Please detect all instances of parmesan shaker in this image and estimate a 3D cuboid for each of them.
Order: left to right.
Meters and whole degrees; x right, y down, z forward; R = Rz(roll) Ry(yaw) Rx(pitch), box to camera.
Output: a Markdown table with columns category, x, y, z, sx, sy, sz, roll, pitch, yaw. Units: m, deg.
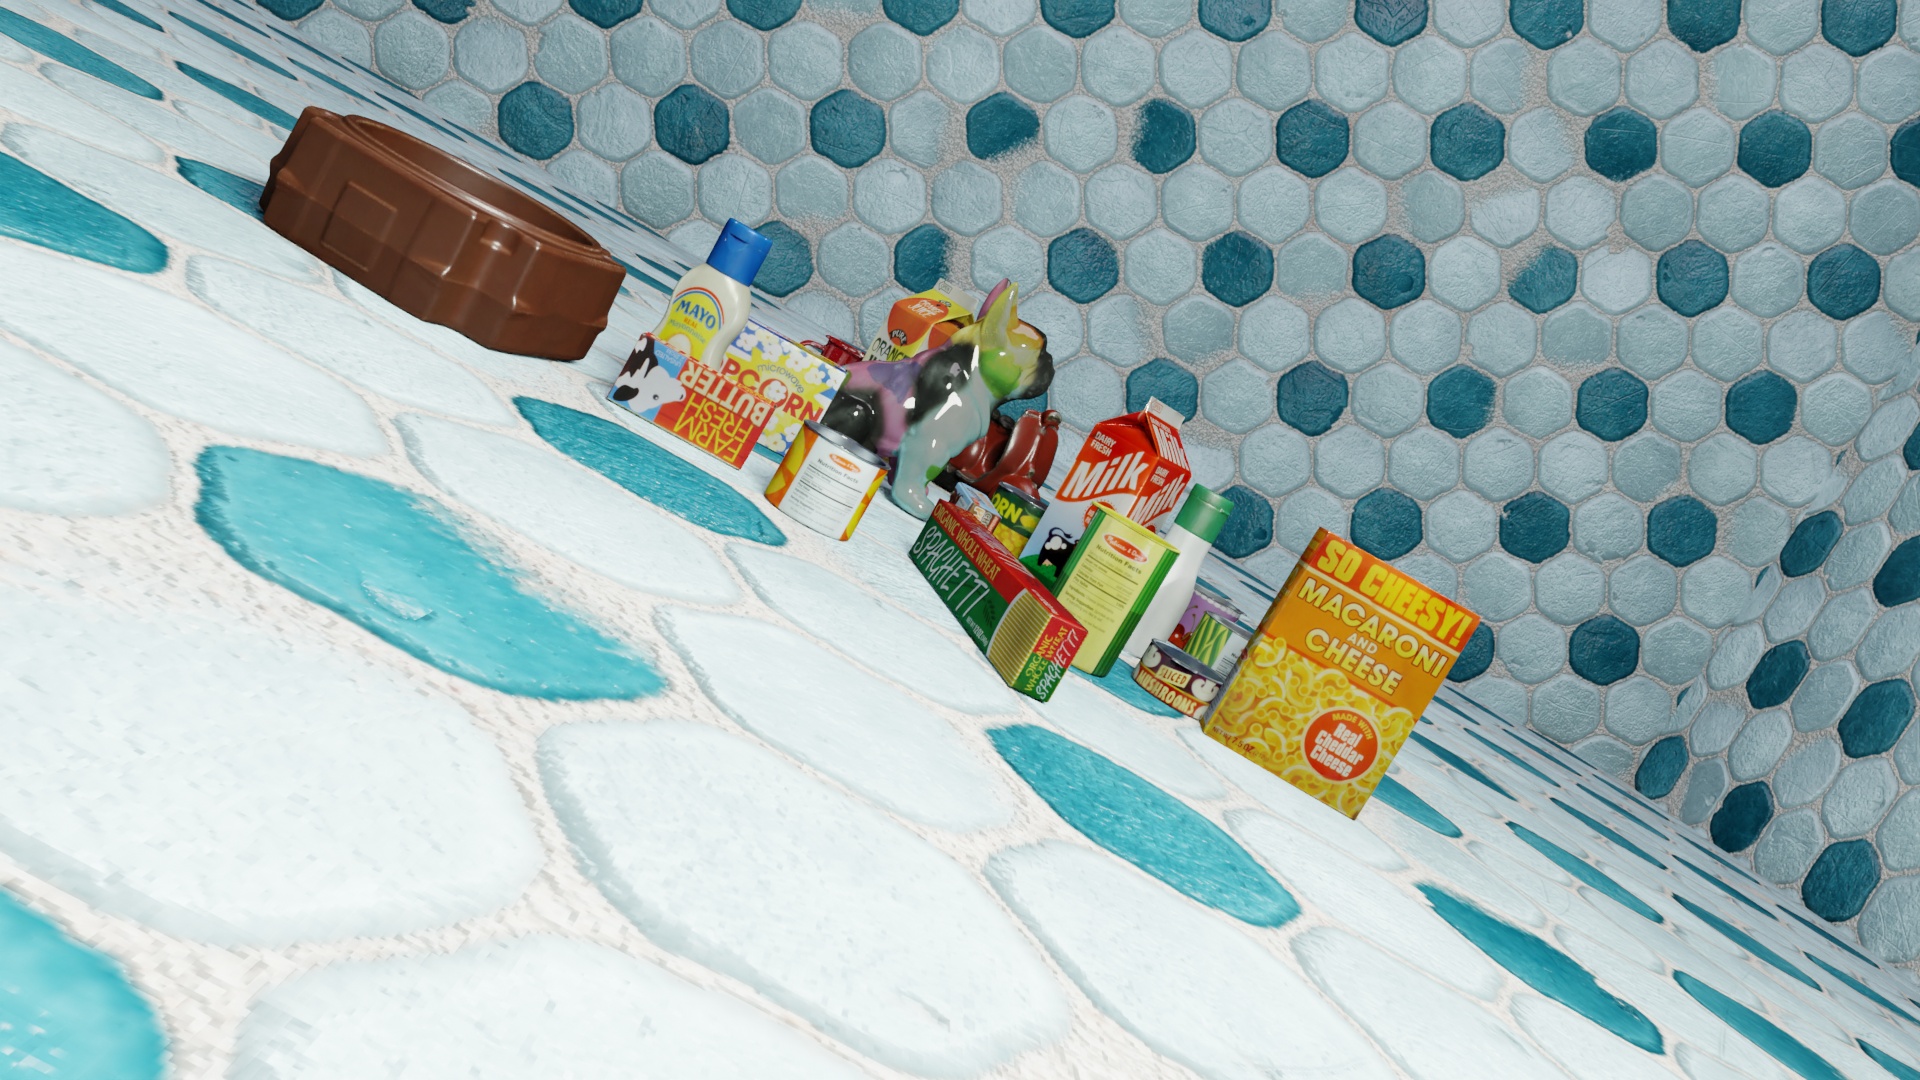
| category | x | y | z | sx | sy | sz | roll | pitch | yaw |
| --- | --- | --- | --- | --- | --- | --- | --- | --- | --- |
| parmesan shaker | 0.097 | 0.034 | 0.970 | 0.071 | 0.103 | 0.071 | 29 | 7 | -4 |

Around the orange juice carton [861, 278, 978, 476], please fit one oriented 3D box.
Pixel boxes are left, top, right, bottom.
| category | x | y | z | sx | sy | sz | roll | pitch | yaw |
| --- | --- | --- | --- | --- | --- | --- | --- | --- | --- |
| orange juice carton | -0.048 | -0.162 | 1.357 | 0.073 | 0.192 | 0.072 | 23 | 10 | -42 |

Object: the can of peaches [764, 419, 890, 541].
| category | x | y | z | sx | sy | sz | roll | pitch | yaw |
| --- | --- | --- | --- | --- | --- | --- | --- | --- | --- |
| can of peaches | -0.089 | -0.040 | 0.931 | 0.071 | 0.058 | 0.071 | 29 | 7 | -4 |

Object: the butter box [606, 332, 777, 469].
| category | x | y | z | sx | sy | sz | roll | pitch | yaw |
| --- | --- | --- | --- | --- | --- | --- | --- | --- | --- |
| butter box | -0.184 | -0.096 | 0.956 | 0.103 | 0.053 | 0.024 | 29 | 7 | -9 |

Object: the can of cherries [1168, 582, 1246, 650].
| category | x | y | z | sx | sy | sz | roll | pitch | yaw |
| --- | --- | --- | --- | --- | --- | --- | --- | --- | --- |
| can of cherries | 0.232 | 0.079 | 1.344 | 0.071 | 0.058 | 0.071 | 29 | 7 | -4 |

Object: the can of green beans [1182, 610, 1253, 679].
| category | x | y | z | sx | sy | sz | roll | pitch | yaw |
| --- | --- | --- | --- | --- | --- | --- | --- | --- | --- |
| can of green beans | 0.222 | 0.100 | 1.173 | 0.071 | 0.057 | 0.071 | 29 | 7 | -4 |

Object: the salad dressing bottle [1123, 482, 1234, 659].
| category | x | y | z | sx | sy | sz | roll | pitch | yaw |
| --- | --- | --- | --- | --- | --- | --- | --- | --- | --- |
| salad dressing bottle | 0.171 | 0.025 | 1.136 | 0.064 | 0.147 | 0.044 | 23 | 10 | -45 |

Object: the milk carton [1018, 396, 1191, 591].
| category | x | y | z | sx | sy | sz | roll | pitch | yaw |
| --- | --- | --- | --- | --- | --- | --- | --- | --- | --- |
| milk carton | 0.133 | -0.033 | 1.208 | 0.073 | 0.190 | 0.072 | 35 | 8 | 33 |

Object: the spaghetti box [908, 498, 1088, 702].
| category | x | y | z | sx | sy | sz | roll | pitch | yaw |
| --- | --- | --- | --- | --- | --- | --- | --- | --- | --- |
| spaghetti box | 0.017 | 0.031 | 0.895 | 0.028 | 0.050 | 0.250 | 27 | 8 | -22 |

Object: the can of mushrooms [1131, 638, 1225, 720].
| category | x | y | z | sx | sy | sz | roll | pitch | yaw |
| --- | --- | --- | --- | --- | --- | --- | --- | --- | --- |
| can of mushrooms | 0.162 | 0.103 | 1.025 | 0.071 | 0.033 | 0.071 | 29 | 8 | -4 |

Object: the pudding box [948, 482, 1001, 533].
| category | x | y | z | sx | sy | sz | roll | pitch | yaw |
| --- | --- | --- | --- | --- | --- | --- | --- | --- | --- |
| pudding box | 0.004 | -0.014 | 1.136 | 0.030 | 0.049 | 0.084 | 28 | 8 | -13 |

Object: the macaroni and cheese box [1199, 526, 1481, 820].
| category | x | y | z | sx | sy | sz | roll | pitch | yaw |
| --- | --- | --- | --- | --- | --- | --- | --- | --- | --- |
| macaroni and cheese box | 0.264 | 0.092 | 0.977 | 0.124 | 0.166 | 0.040 | 30 | 7 | 2 |

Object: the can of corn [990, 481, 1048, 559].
| category | x | y | z | sx | sy | sz | roll | pitch | yaw |
| --- | --- | --- | --- | --- | --- | --- | --- | --- | --- |
| can of corn | 0.049 | -0.014 | 1.267 | 0.071 | 0.058 | 0.071 | 29 | 7 | -4 |

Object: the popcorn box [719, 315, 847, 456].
| category | x | y | z | sx | sy | sz | roll | pitch | yaw |
| --- | --- | --- | --- | --- | --- | --- | --- | --- | --- |
| popcorn box | -0.166 | -0.130 | 1.120 | 0.127 | 0.085 | 0.038 | 28 | 7 | -11 |

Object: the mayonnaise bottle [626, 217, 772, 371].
| category | x | y | z | sx | sy | sz | roll | pitch | yaw |
| --- | --- | --- | --- | --- | --- | --- | --- | --- | --- |
| mayonnaise bottle | -0.187 | -0.161 | 1.008 | 0.065 | 0.148 | 0.041 | 31 | 7 | 5 |
